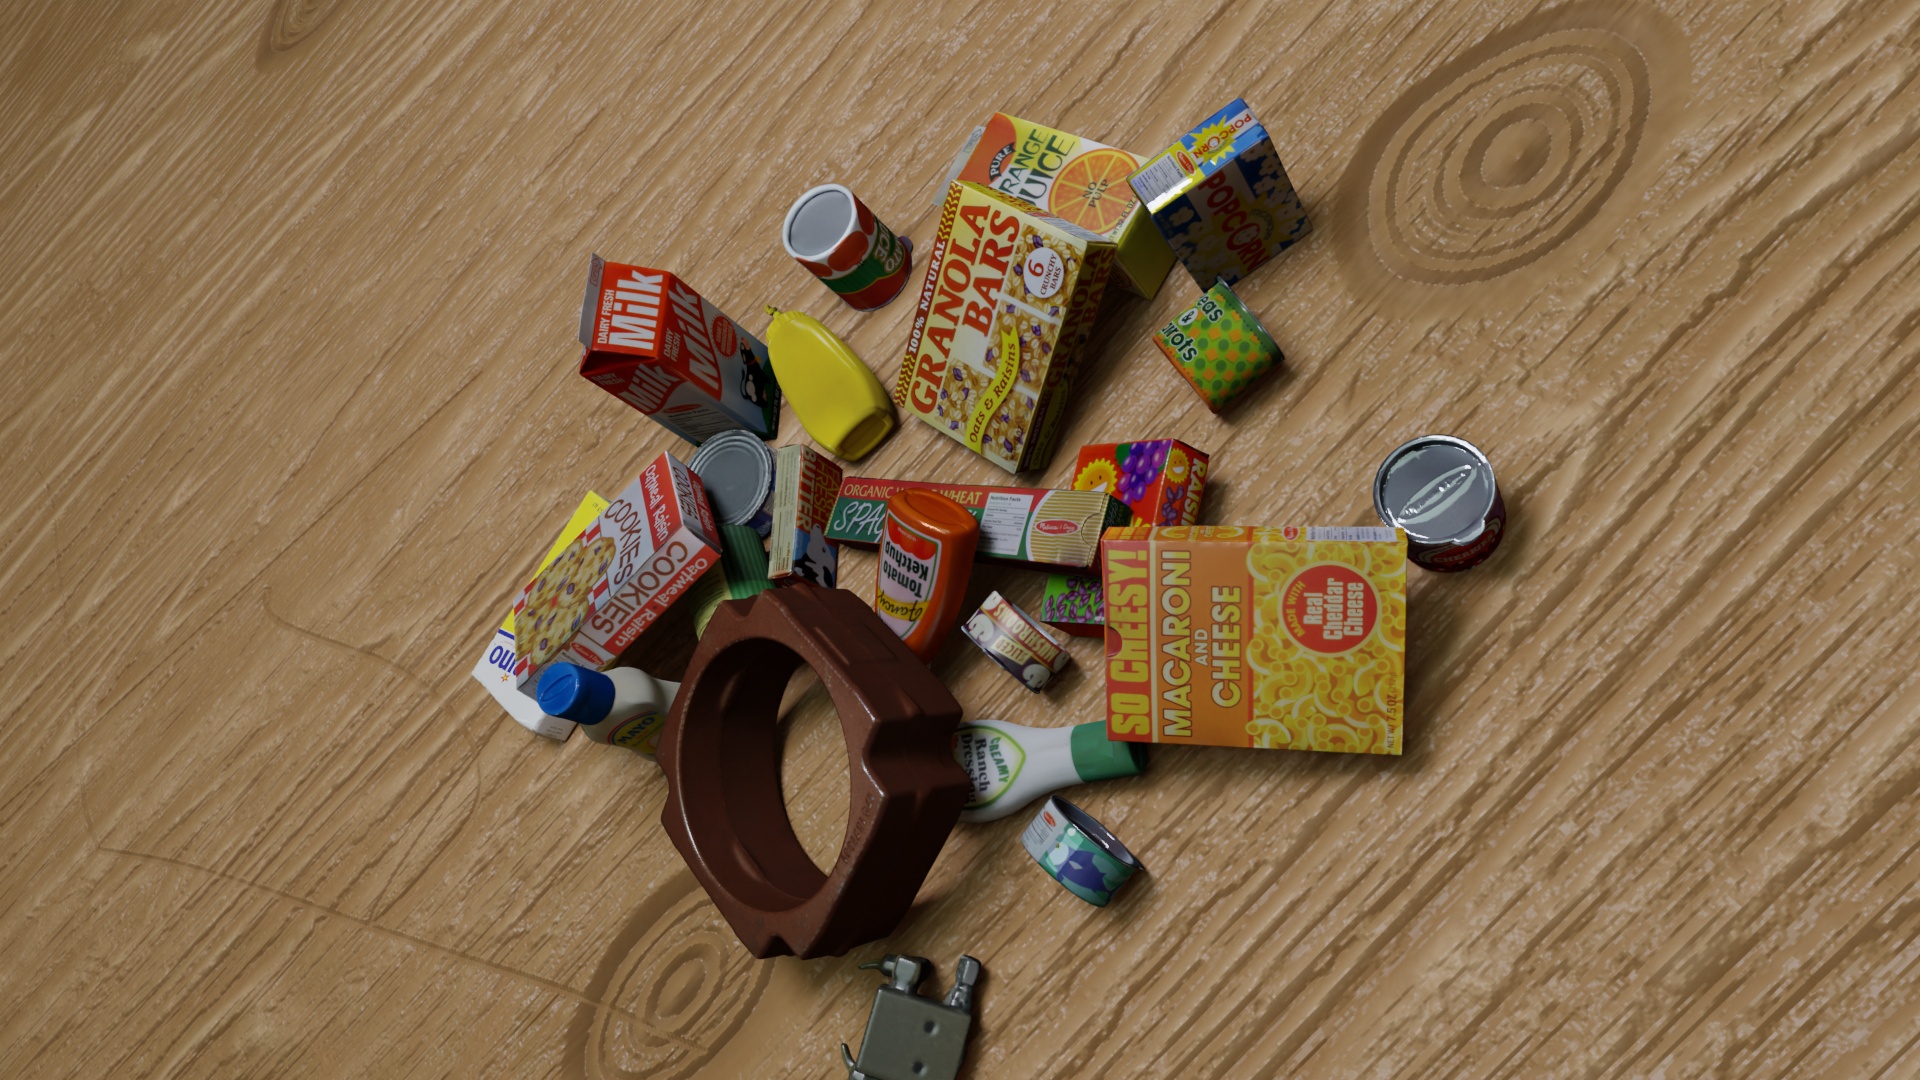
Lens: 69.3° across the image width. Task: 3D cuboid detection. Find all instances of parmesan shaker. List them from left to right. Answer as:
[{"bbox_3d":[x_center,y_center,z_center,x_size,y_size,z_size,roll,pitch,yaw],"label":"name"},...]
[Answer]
[{"bbox_3d":[-0.160,0.046,1.005,0.071,0.071,0.103,-31,59,15],"label":"parmesan shaker"}]

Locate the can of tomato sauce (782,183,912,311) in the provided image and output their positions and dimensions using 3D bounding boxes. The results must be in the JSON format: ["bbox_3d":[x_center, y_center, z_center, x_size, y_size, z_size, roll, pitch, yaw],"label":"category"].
[{"bbox_3d":[-0.084,-0.224,1.058,0.071,0.083,0.071,-10,68,25],"label":"can of tomato sauce"}]

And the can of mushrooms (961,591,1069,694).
[{"bbox_3d":[0.036,0.065,0.891,0.033,0.071,0.071,-49,57,2],"label":"can of mushrooms"}]

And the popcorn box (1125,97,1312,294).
[{"bbox_3d":[0.169,-0.217,0.895,0.085,0.126,0.038,-34,62,13],"label":"popcorn box"}]

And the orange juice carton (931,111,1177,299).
[{"bbox_3d":[0.065,-0.245,0.993,0.193,0.073,0.072,29,88,34],"label":"orange juice carton"}]

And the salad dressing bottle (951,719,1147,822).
[{"bbox_3d":[0.043,0.140,0.875,0.147,0.044,0.064,-14,67,23],"label":"salad dressing bottle"}]

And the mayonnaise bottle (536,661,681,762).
[{"bbox_3d":[-0.231,0.118,0.967,0.064,0.148,0.041,-37,60,12],"label":"mayonnaise bottle"}]

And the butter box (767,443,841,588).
[{"bbox_3d":[-0.113,-0.015,1.012,0.024,0.053,0.104,-10,66,28],"label":"butter box"}]

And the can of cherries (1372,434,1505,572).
[{"bbox_3d":[0.278,-0.018,0.801,0.071,0.058,0.072,-10,67,24],"label":"can of cherries"}]

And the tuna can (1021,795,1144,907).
[{"bbox_3d":[0.073,0.187,0.830,0.071,0.071,0.033,40,94,33],"label":"tuna can"}]

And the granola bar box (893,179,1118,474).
[{"bbox_3d":[0.027,-0.147,0.952,0.124,0.039,0.164,33,118,32],"label":"granola bar box"}]

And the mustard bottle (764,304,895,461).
[{"bbox_3d":[-0.109,-0.131,1.056,0.065,0.048,0.161,-41,57,9],"label":"mustard bottle"}]

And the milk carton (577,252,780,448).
[{"bbox_3d":[-0.215,-0.138,1.031,0.073,0.190,0.072,-7,69,26],"label":"milk carton"}]

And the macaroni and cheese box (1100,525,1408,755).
[{"bbox_3d":[0.165,0.055,0.789,0.166,0.040,0.123,0,103,14],"label":"macaroni and cheese box"}]

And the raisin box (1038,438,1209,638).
[{"bbox_3d":[0.104,0.000,0.883,0.086,0.040,0.123,-2,70,52],"label":"raisin box"}]

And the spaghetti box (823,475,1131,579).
[{"bbox_3d":[0.003,-0.012,0.929,0.250,0.028,0.050,6,74,44],"label":"spaghetti box"}]

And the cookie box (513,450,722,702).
[{"bbox_3d":[-0.248,0.027,0.995,0.167,0.040,0.123,-43,32,7],"label":"cookie box"}]

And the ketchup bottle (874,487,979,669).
[{"bbox_3d":[-0.029,0.043,0.909,0.065,0.044,0.148,32,124,34],"label":"ketchup bottle"}]

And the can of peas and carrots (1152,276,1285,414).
[{"bbox_3d":[0.164,-0.126,0.895,0.058,0.071,0.071,-40,58,11],"label":"can of peas and carrots"}]
